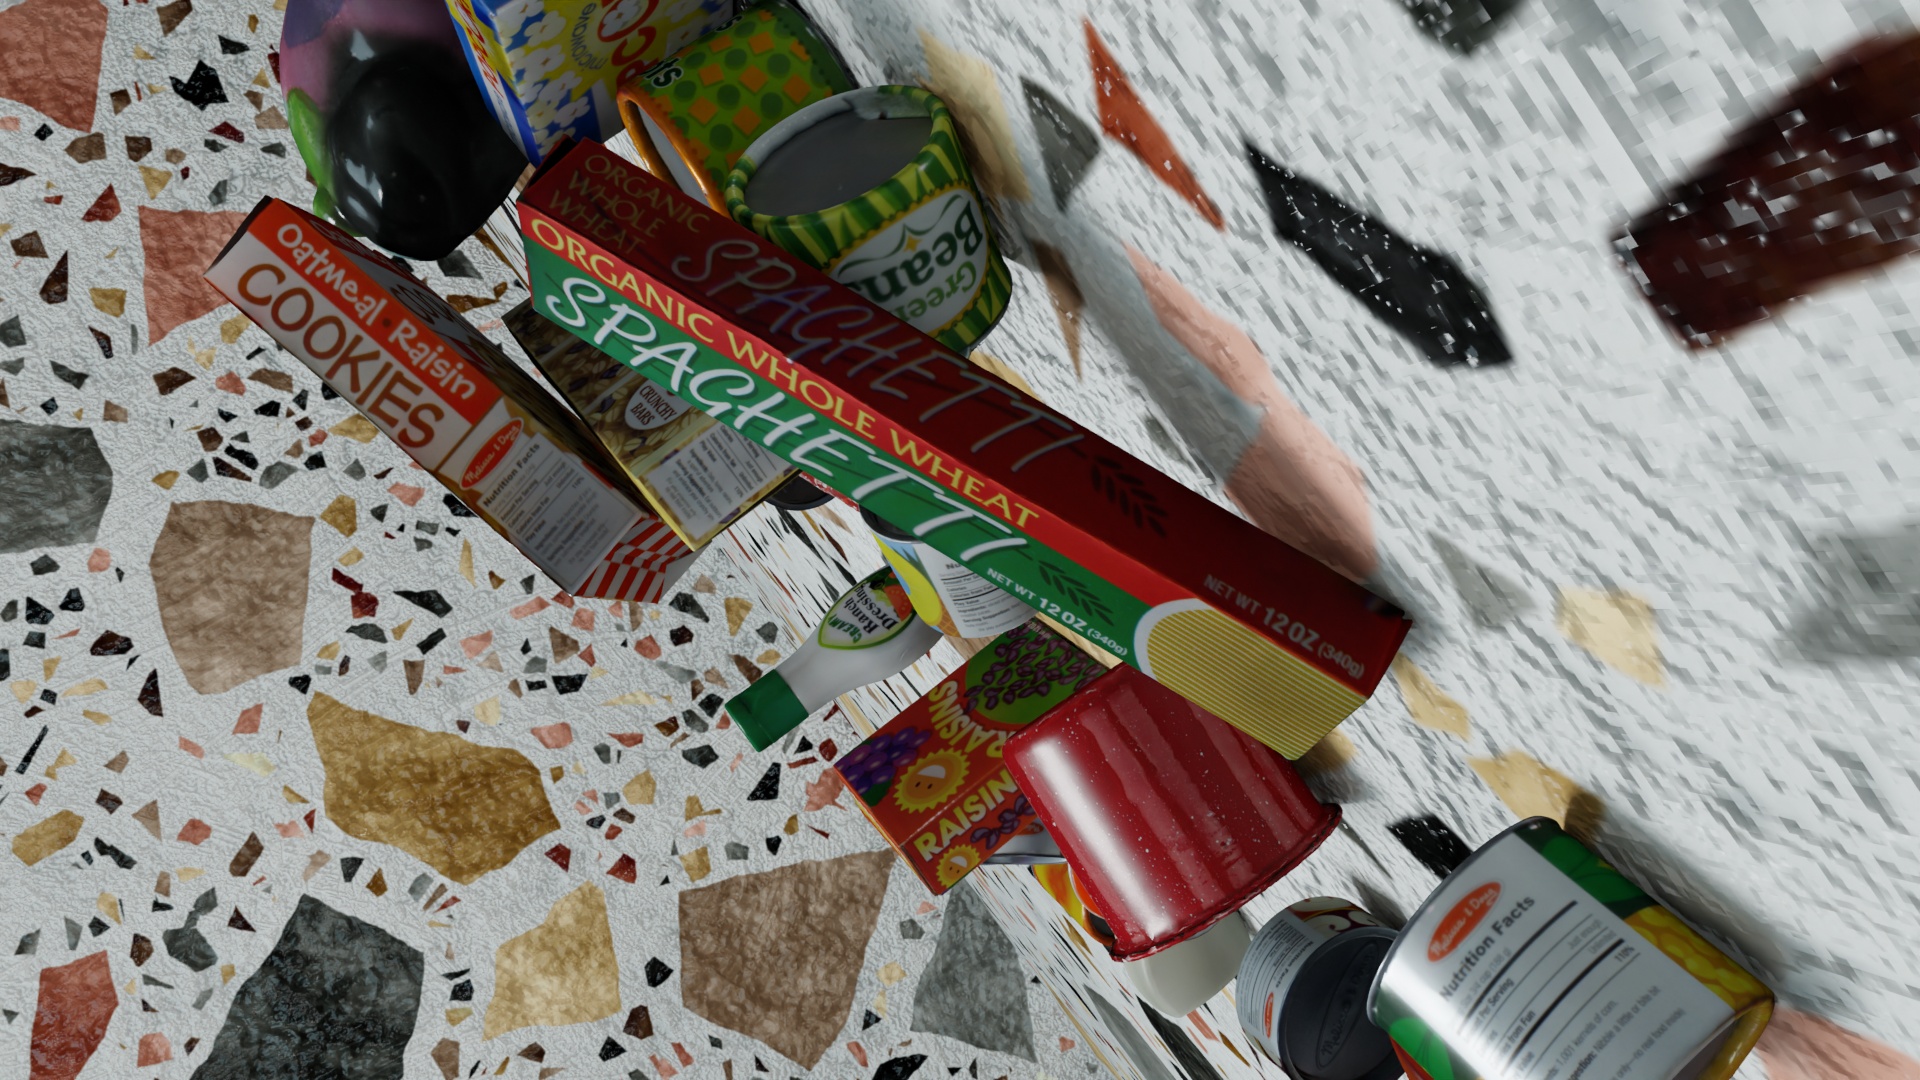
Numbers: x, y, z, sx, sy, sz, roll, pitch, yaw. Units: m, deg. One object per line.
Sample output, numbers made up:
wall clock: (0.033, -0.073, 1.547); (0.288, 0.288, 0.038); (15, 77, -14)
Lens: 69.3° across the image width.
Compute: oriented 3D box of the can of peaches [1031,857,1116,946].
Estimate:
can of peaches: (0.082, 0.184, 0.771); (0.058, 0.071, 0.071); (32, 156, 58)

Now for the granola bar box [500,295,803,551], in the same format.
granola bar box: (-0.087, -0.079, 0.509); (0.166, 0.124, 0.039); (40, 165, 49)

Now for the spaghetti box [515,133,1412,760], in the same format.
spaghetti box: (-0.007, -0.024, 0.364); (0.250, 0.029, 0.050); (31, 151, 6)

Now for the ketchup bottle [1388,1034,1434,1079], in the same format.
ketchup bottle: (0.189, 0.207, 0.474); (0.065, 0.043, 0.148); (39, 162, 52)

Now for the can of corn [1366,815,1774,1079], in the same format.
can of corn: (0.140, 0.108, 0.320); (0.058, 0.071, 0.071); (43, 164, 41)

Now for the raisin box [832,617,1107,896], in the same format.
raisin box: (0.011, 0.098, 0.653); (0.086, 0.123, 0.040); (33, 157, 58)

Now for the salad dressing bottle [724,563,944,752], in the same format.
salad dressing bottle: (-0.073, 0.070, 0.842); (0.064, 0.148, 0.043); (43, 164, 40)

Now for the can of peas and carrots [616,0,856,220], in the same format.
can of peas and carrots: (-0.070, -0.133, 0.447); (0.071, 0.059, 0.070); (50, 168, 15)

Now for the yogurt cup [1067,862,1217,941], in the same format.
yogurt cup: (0.092, 0.153, 0.651); (0.072, 0.072, 0.054); (57, 160, -20)

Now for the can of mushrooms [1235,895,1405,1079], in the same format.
can of mushrooms: (0.137, 0.167, 0.505); (0.071, 0.071, 0.033); (57, 167, -17)

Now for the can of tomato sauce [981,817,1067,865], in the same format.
can of tomato sauce: (0.026, 0.130, 0.746); (0.071, 0.071, 0.083); (94, 175, -73)

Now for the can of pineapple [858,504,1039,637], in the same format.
can of pineapple: (0.002, -0.007, 0.525); (0.071, 0.071, 0.057); (41, 163, 46)

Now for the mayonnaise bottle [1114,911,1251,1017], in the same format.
mayonnaise bottle: (0.090, 0.167, 0.711); (0.148, 0.065, 0.041); (59, 161, -8)

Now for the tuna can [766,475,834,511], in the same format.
tuna can: (-0.090, -0.050, 0.771); (0.071, 0.071, 0.033); (56, 169, -14)

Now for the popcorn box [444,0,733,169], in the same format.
popcorn box: (-0.117, -0.174, 0.445); (0.038, 0.085, 0.126); (52, 168, 0)

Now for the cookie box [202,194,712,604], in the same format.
cookie box: (-0.177, -0.046, 0.517); (0.167, 0.040, 0.123); (41, 178, 3)

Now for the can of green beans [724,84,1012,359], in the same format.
can of green beans: (-0.025, -0.086, 0.392); (0.071, 0.071, 0.057); (41, 163, 45)
